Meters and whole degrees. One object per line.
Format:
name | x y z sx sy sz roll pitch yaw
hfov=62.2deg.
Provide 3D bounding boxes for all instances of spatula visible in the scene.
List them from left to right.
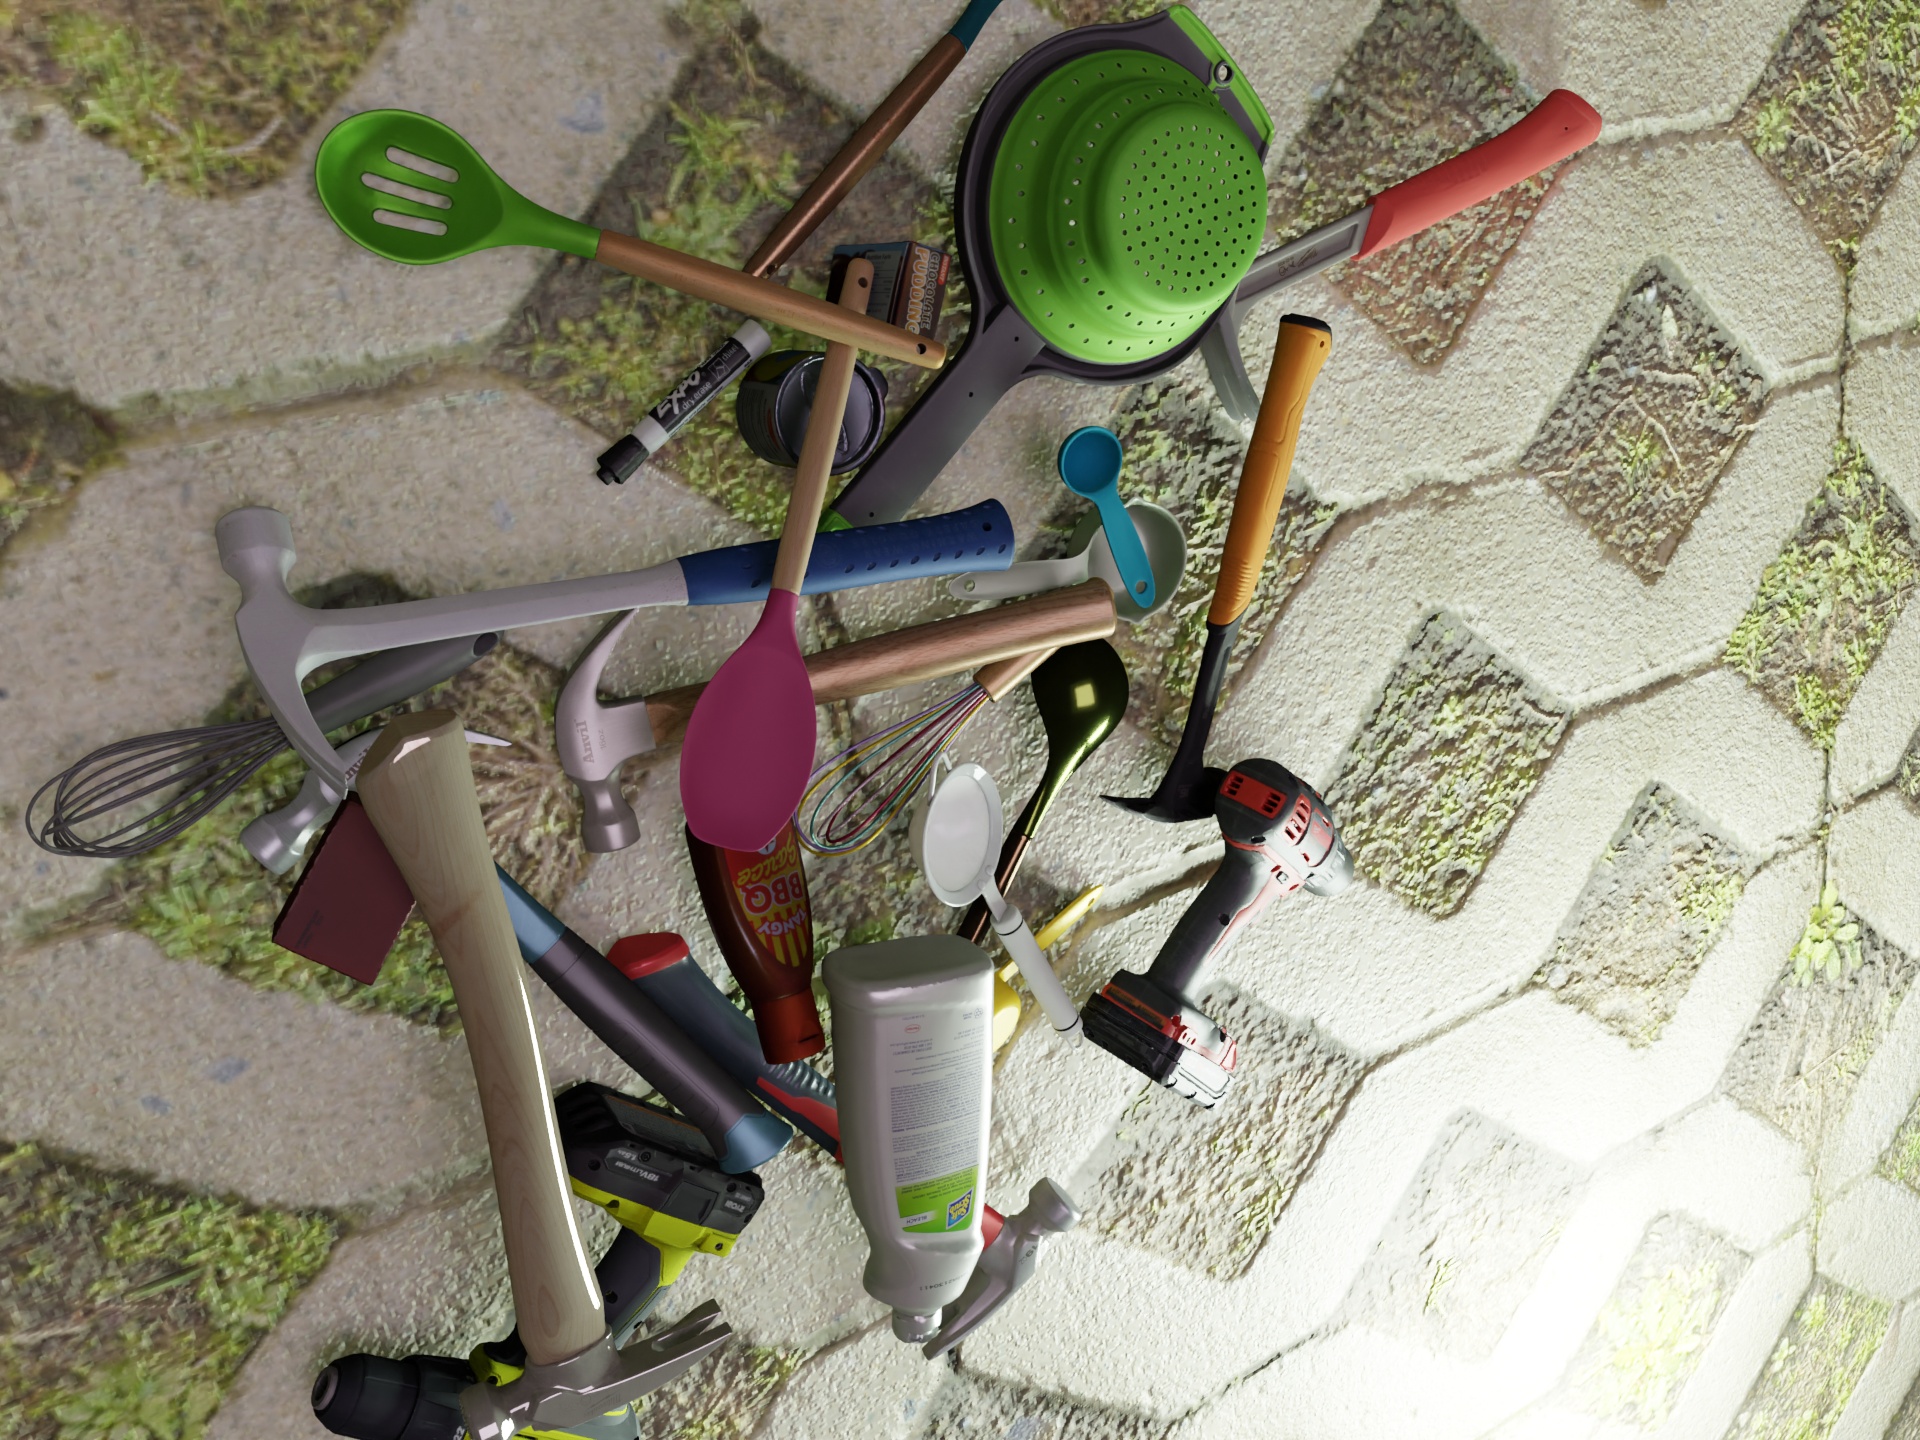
spatula | -0.012 -0.355 0.882 0.317 0.044 0.082 -51 149 -8

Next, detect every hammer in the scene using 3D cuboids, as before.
hammer | -0.214 0.185 0.796 0.146 0.038 0.410 -17 116 -24
hammer | -0.214 0.131 0.857 0.128 0.033 0.330 -46 109 -13
hammer | -0.154 -0.065 0.824 0.405 0.035 0.144 -11 72 -26
hammer | -0.087 0.264 0.996 0.143 0.038 0.386 -45 119 -1
hammer | -0.066 -0.030 0.906 0.331 0.031 0.130 -15 105 -15
hammer | 0.175 -0.094 1.030 0.127 0.034 0.337 -2 109 -52
hammer | 0.303 -0.337 1.079 0.359 0.037 0.149 -29 116 -21

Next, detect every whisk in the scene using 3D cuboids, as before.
whisk | -0.334 0.001 0.783 0.239 0.055 0.055 -31 116 -26
whisk | 0.000 -0.002 0.964 0.245 0.047 0.051 -40 124 -7

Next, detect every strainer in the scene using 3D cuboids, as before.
strainer | 0.023 0.118 0.983 0.087 0.050 0.258 -55 129 -37

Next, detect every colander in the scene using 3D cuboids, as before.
colander | 0.055 -0.228 0.904 0.204 0.095 0.397 41 86 -30

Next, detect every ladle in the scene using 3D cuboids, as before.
ladle | 0.021 0.090 1.025 0.078 0.062 0.320 20 99 -45

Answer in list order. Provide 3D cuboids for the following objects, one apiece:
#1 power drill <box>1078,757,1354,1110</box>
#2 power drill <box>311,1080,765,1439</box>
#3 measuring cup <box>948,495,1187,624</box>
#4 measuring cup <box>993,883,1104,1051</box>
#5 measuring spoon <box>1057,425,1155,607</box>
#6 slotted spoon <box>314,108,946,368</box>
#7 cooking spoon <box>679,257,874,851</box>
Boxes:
power drill | 0.193 0.150 1.104 0.227 0.080 0.187 -59 143 -5
power drill | -0.234 0.330 0.908 0.190 0.080 0.228 32 88 -33
measuring cup | 0.063 -0.097 1.000 0.167 0.038 0.083 -11 109 -22
measuring cup | 0.050 0.165 1.052 0.156 0.029 0.062 -40 148 -23
measuring spoon | 0.091 -0.124 0.978 0.042 0.021 0.128 -33 121 -11
slotted spoon | -0.156 -0.227 0.793 0.313 0.031 0.070 14 95 -15
cooking spoon | -0.085 -0.090 0.820 0.068 0.017 0.319 16 80 -24
